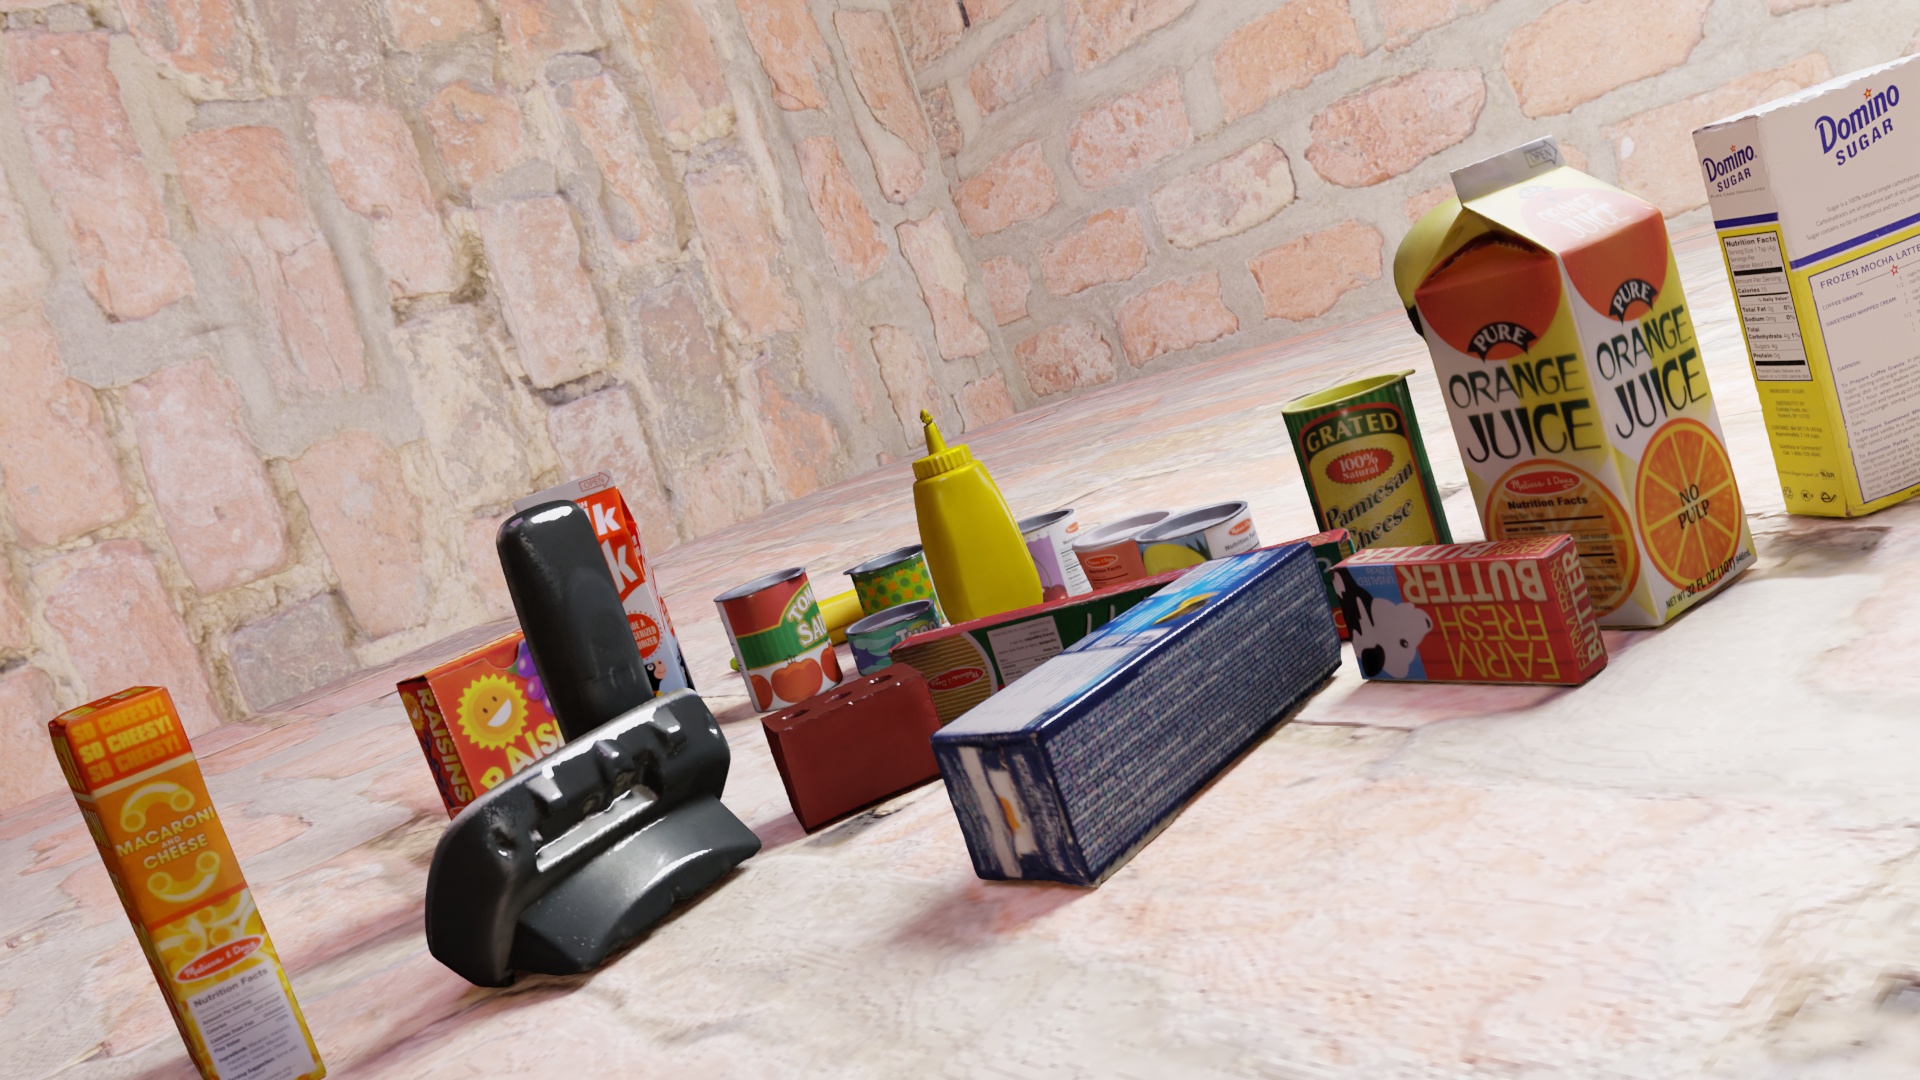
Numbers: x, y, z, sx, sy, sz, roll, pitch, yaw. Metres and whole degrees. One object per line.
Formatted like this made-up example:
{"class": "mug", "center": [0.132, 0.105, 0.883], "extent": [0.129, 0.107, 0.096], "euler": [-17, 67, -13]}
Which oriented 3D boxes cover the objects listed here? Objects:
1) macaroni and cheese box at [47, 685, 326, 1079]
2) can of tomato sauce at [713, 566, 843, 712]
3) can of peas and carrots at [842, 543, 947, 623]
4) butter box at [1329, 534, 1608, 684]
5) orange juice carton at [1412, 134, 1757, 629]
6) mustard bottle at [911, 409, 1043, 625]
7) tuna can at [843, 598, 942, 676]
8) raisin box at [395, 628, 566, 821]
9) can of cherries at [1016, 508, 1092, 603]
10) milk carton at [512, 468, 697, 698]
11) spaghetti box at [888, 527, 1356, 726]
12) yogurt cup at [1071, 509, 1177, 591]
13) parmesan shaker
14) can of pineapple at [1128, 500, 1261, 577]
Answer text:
{"class": "macaroni and cheese box", "center": [-0.324, 0.144, 0.575], "extent": [0.040, 0.166, 0.123], "euler": [-24, 8, -35]}
{"class": "can of tomato sauce", "center": [-0.123, 0.067, 0.958], "extent": [0.071, 0.083, 0.071], "euler": [-19, 7, 3]}
{"class": "can of peas and carrots", "center": [-0.047, 0.041, 1.054], "extent": [0.071, 0.058, 0.071], "euler": [-19, 7, 3]}
{"class": "butter box", "center": [0.198, 0.028, 0.547], "extent": [0.024, 0.053, 0.103], "euler": [-23, 8, -31]}
{"class": "orange juice carton", "center": [0.248, -0.065, 0.565], "extent": [0.072, 0.192, 0.073], "euler": [-23, 8, -29]}
{"class": "mustard bottle", "center": [0.003, -0.011, 0.914], "extent": [0.065, 0.160, 0.048], "euler": [-22, 8, -25]}
{"class": "tuna can", "center": [-0.042, 0.067, 0.955], "extent": [0.071, 0.032, 0.071], "euler": [-19, 7, 3]}
{"class": "raisin box", "center": [-0.231, 0.114, 0.732], "extent": [0.040, 0.123, 0.086], "euler": [-13, 9, 42]}
{"class": "can of cherries", "center": [0.056, 0.015, 0.983], "extent": [0.071, 0.058, 0.071], "euler": [-19, 7, 3]}
{"class": "milk carton", "center": [-0.240, 0.051, 0.950], "extent": [0.072, 0.190, 0.073], "euler": [-20, 7, -7]}
{"class": "spaghetti box", "center": [0.082, 0.048, 0.706], "extent": [0.249, 0.050, 0.029], "euler": [-16, 8, 24]}
{"class": "yogurt cup", "center": [0.108, 0.016, 0.859], "extent": [0.072, 0.054, 0.072], "euler": [-19, 7, 3]}
{"class": "parmesan shaker", "center": [0.220, -0.031, 0.736], "extent": [0.071, 0.103, 0.071], "euler": [-19, 7, 3]}
{"class": "can of pineapple", "center": [0.137, 0.015, 0.780], "extent": [0.071, 0.057, 0.071], "euler": [-19, 7, 3]}
